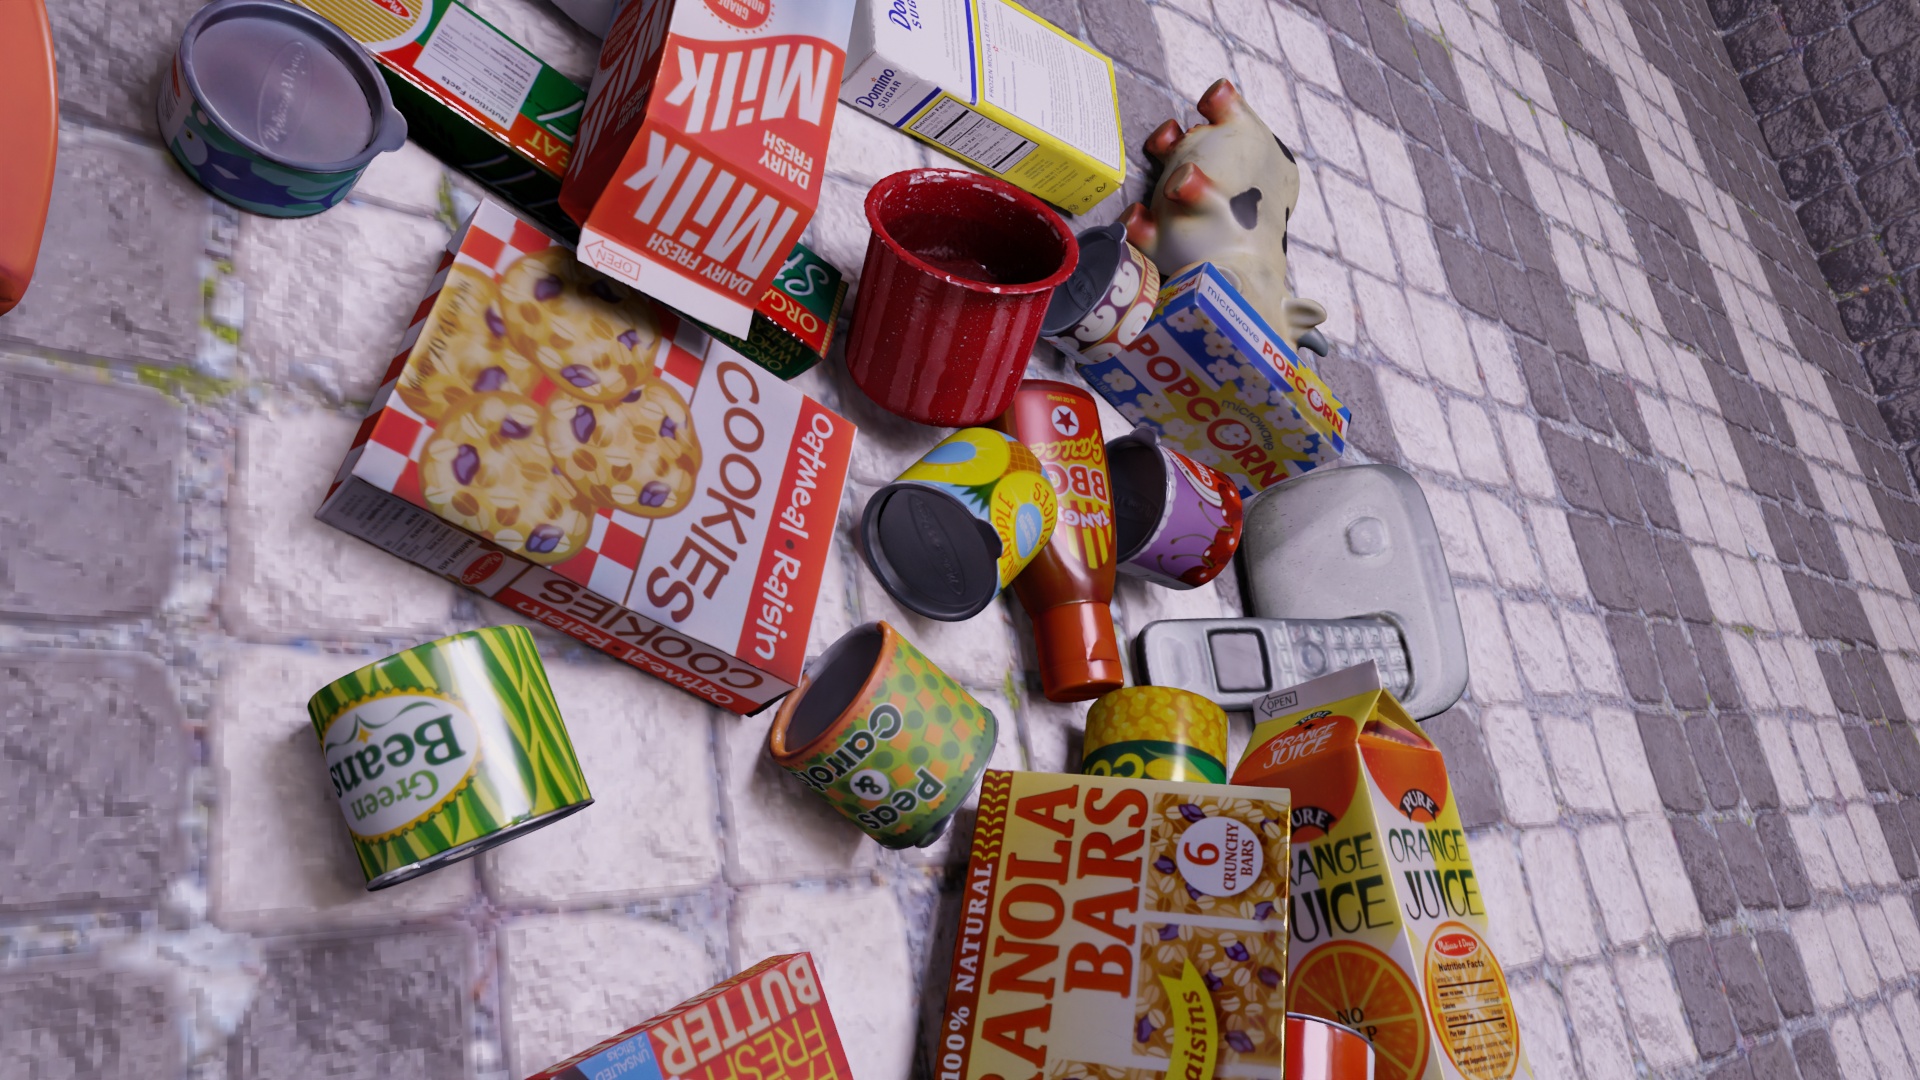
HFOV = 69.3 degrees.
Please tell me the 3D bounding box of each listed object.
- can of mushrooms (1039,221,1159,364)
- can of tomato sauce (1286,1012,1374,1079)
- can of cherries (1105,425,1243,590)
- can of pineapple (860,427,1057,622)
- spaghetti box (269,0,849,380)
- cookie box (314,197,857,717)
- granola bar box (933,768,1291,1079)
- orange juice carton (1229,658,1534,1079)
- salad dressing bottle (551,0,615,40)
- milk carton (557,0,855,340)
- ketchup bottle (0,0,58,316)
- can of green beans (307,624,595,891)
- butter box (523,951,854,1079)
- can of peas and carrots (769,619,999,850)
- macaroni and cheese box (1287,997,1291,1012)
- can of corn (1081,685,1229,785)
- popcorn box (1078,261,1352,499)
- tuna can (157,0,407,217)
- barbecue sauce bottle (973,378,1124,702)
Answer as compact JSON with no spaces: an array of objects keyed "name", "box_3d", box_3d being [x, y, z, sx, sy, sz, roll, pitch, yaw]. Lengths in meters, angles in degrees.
[{"name":"can of mushrooms","box_3d":[0.070,-0.128,0.720,0.033,0.071,0.071,31,50,-32]},{"name":"can of tomato sauce","box_3d":[0.120,0.230,0.524,0.071,0.071,0.083,34,49,-27]},{"name":"can of cherries","box_3d":[0.098,-0.015,0.687,0.058,0.071,0.072,19,57,-37]},{"name":"can of pineapple","box_3d":[0.002,-0.007,0.591,0.071,0.070,0.058,55,42,-7]},{"name":"spaghetti box","box_3d":[-0.152,-0.148,0.545,0.250,0.028,0.050,32,50,-28]},{"name":"cookie box","box_3d":[-0.123,-0.026,0.502,0.167,0.040,0.123,31,51,-28]},{"name":"granola bar box","box_3d":[0.059,0.171,0.517,0.039,0.124,0.166,74,22,-52]},{"name":"orange juice carton","box_3d":[0.180,0.153,0.620,0.073,0.071,0.193,11,60,-41]},{"name":"salad dressing bottle","box_3d":[-0.161,-0.245,0.577,0.148,0.044,0.064,13,65,-38]},{"name":"milk carton","box_3d":[-0.094,-0.171,0.529,0.072,0.073,0.191,23,61,-34]},{"name":"ketchup bottle","box_3d":[-0.290,-0.138,0.395,0.065,0.043,0.149,15,59,-40]},{"name":"can of green beans","box_3d":[-0.149,0.063,0.409,0.071,0.071,0.058,-15,80,-47]},{"name":"butter box","box_3d":[-0.084,0.176,0.444,0.104,0.024,0.053,-14,80,-47]},{"name":"can of peas and carrots","box_3d":[-0.029,0.073,0.519,0.058,0.070,0.071,42,46,-19]},{"name":"macaroni and cheese box","box_3d":[0.122,0.255,0.591,0.123,0.040,0.167,34,48,-26]},{"name":"can of corn","box_3d":[0.084,0.104,0.615,0.071,0.071,0.058,32,49,-29]},{"name":"popcorn box","box_3d":[0.137,-0.081,0.749,0.126,0.085,0.038,41,47,-22]},{"name":"tuna can","box_3d":[-0.227,-0.144,0.467,0.071,0.032,0.071,22,56,-35]},{"name":"barbecue sauce bottle","box_3d":[0.045,0.000,0.648,0.065,0.043,0.149,6,66,-34]}]
